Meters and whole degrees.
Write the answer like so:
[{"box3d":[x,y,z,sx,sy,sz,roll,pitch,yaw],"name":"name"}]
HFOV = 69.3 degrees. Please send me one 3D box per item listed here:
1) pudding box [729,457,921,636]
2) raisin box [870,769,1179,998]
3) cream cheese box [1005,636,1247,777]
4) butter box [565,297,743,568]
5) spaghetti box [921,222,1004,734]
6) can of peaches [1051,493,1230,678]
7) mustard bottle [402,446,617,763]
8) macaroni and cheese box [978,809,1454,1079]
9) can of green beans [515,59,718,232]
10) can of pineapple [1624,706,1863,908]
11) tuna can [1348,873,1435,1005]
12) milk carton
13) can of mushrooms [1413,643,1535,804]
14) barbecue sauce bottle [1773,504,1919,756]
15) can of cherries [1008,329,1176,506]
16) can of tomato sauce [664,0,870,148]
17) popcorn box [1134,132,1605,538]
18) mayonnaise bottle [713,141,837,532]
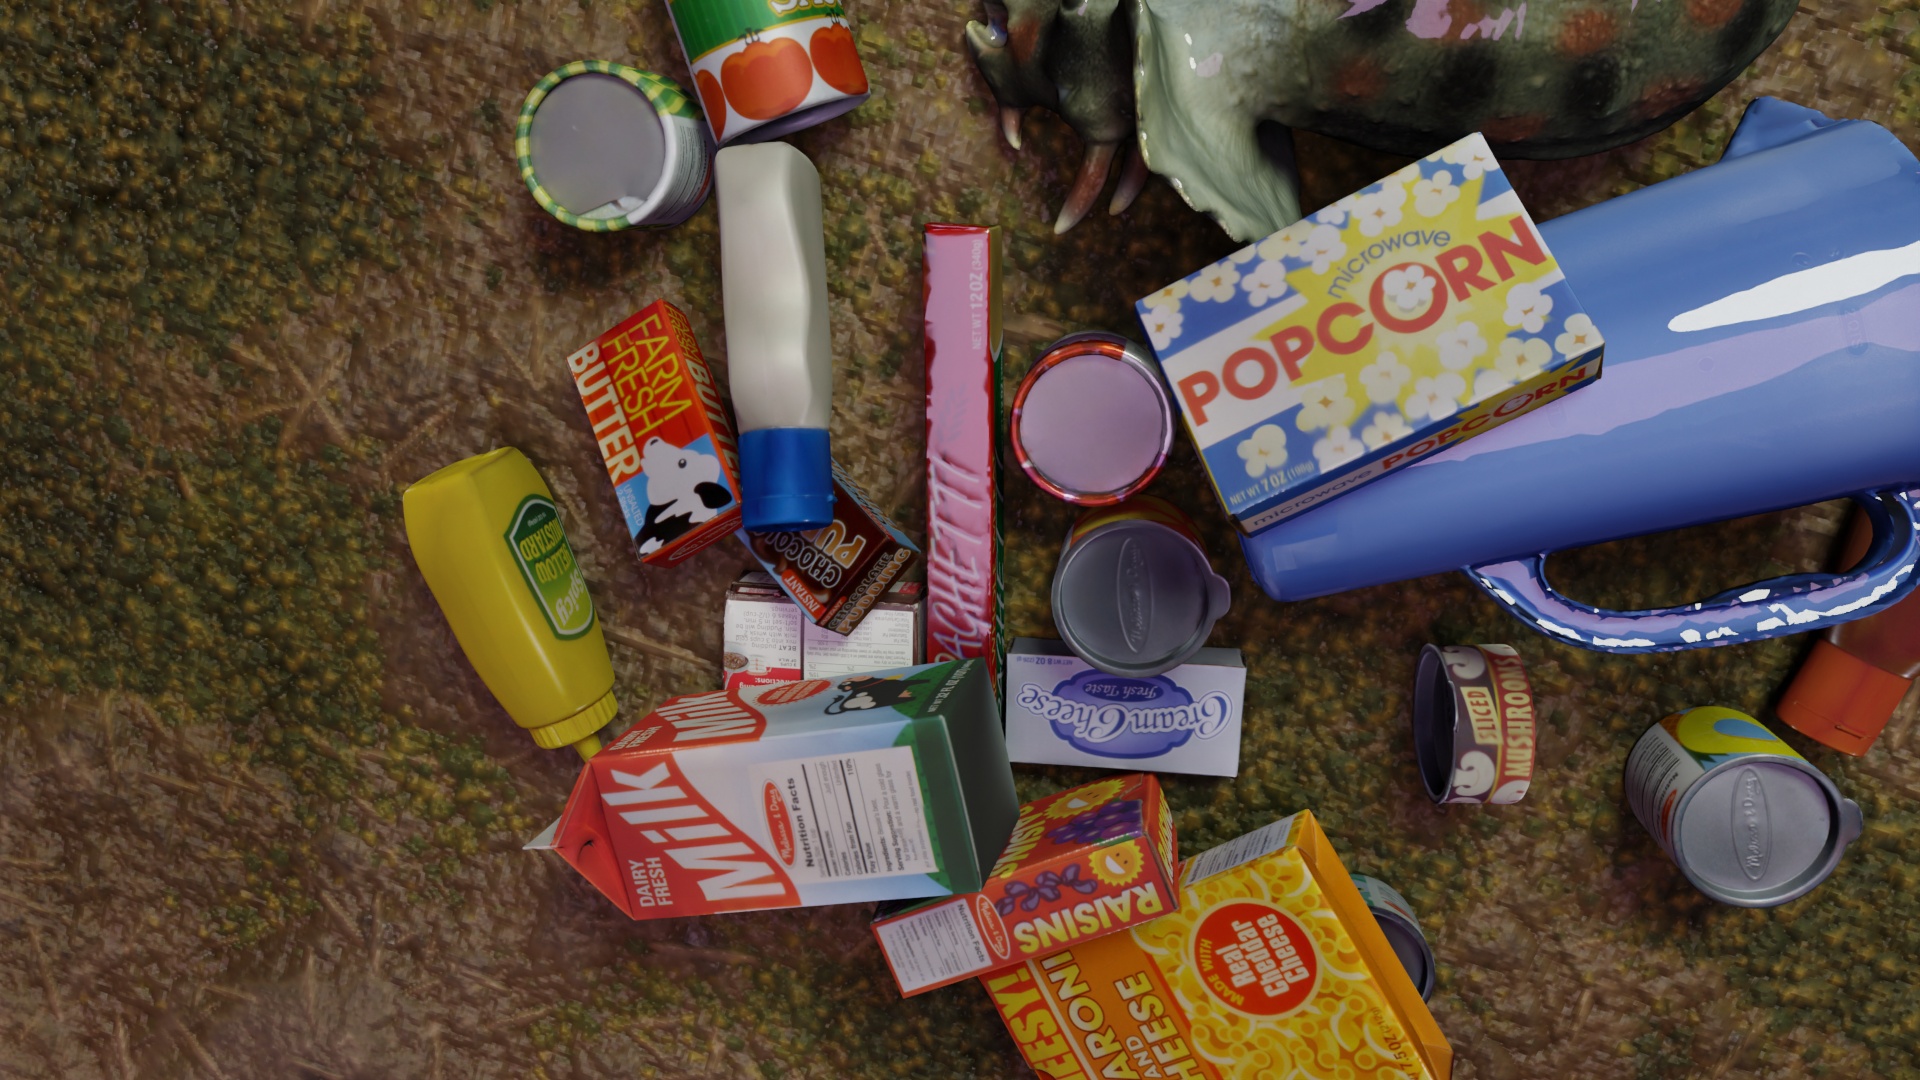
[{"box3d":[-0.062,-0.005,0.584,0.049,0.030,0.084,-49,59,7],"name":"pudding box"},{"box3d":[0.031,0.144,0.601,0.123,0.086,0.040,-21,96,11],"name":"raisin box"},{"box3d":[0.072,0.073,0.612,0.104,0.024,0.053,2,105,6],"name":"cream cheese box"},{"box3d":[-0.125,-0.046,0.586,0.053,0.024,0.104,-28,73,14],"name":"butter box"},{"box3d":[0.002,-0.007,0.588,0.029,0.050,0.249,1,103,8],"name":"spaghetti box"},{"box3d":[0.075,0.017,0.581,0.071,0.058,0.071,1,103,6],"name":"can of peaches"},{"box3d":[-0.189,0.040,0.617,0.049,0.065,0.159,-16,107,16],"name":"mustard bottle"},{"box3d":[0.106,0.205,0.604,0.166,0.040,0.123,-30,90,26],"name":"macaroni and cheese box"},{"box3d":[-0.139,-0.159,0.565,0.071,0.058,0.071,2,103,7],"name":"can of green beans"},{"box3d":[0.319,0.109,0.573,0.071,0.058,0.070,2,104,6],"name":"can of pineapple"},{"box3d":[0.173,0.187,0.622,0.071,0.033,0.071,2,103,6],"name":"tuna can"},{"box3d":[-0.080,0.103,0.569,0.190,0.072,0.073,-9,101,16],"name":"milk carton"},{"box3d":[0.211,0.075,0.572,0.033,0.071,0.071,0,103,5],"name":"can of mushrooms"},{"box3d":[0.380,0.015,0.552,0.065,0.044,0.148,23,105,1],"name":"barbecue sauce bottle"},{"box3d":[0.052,-0.049,0.568,0.071,0.058,0.071,1,103,6],"name":"can of cherries"},{"box3d":[-0.077,-0.204,0.542,0.071,0.071,0.083,-17,101,10],"name":"can of tomato sauce"},{"box3d":[0.132,-0.066,0.461,0.126,0.038,0.085,-25,69,13],"name":"popcorn box"},{"box3d":[-0.073,-0.078,0.554,0.041,0.064,0.148,-4,84,5],"name":"mayonnaise bottle"}]
